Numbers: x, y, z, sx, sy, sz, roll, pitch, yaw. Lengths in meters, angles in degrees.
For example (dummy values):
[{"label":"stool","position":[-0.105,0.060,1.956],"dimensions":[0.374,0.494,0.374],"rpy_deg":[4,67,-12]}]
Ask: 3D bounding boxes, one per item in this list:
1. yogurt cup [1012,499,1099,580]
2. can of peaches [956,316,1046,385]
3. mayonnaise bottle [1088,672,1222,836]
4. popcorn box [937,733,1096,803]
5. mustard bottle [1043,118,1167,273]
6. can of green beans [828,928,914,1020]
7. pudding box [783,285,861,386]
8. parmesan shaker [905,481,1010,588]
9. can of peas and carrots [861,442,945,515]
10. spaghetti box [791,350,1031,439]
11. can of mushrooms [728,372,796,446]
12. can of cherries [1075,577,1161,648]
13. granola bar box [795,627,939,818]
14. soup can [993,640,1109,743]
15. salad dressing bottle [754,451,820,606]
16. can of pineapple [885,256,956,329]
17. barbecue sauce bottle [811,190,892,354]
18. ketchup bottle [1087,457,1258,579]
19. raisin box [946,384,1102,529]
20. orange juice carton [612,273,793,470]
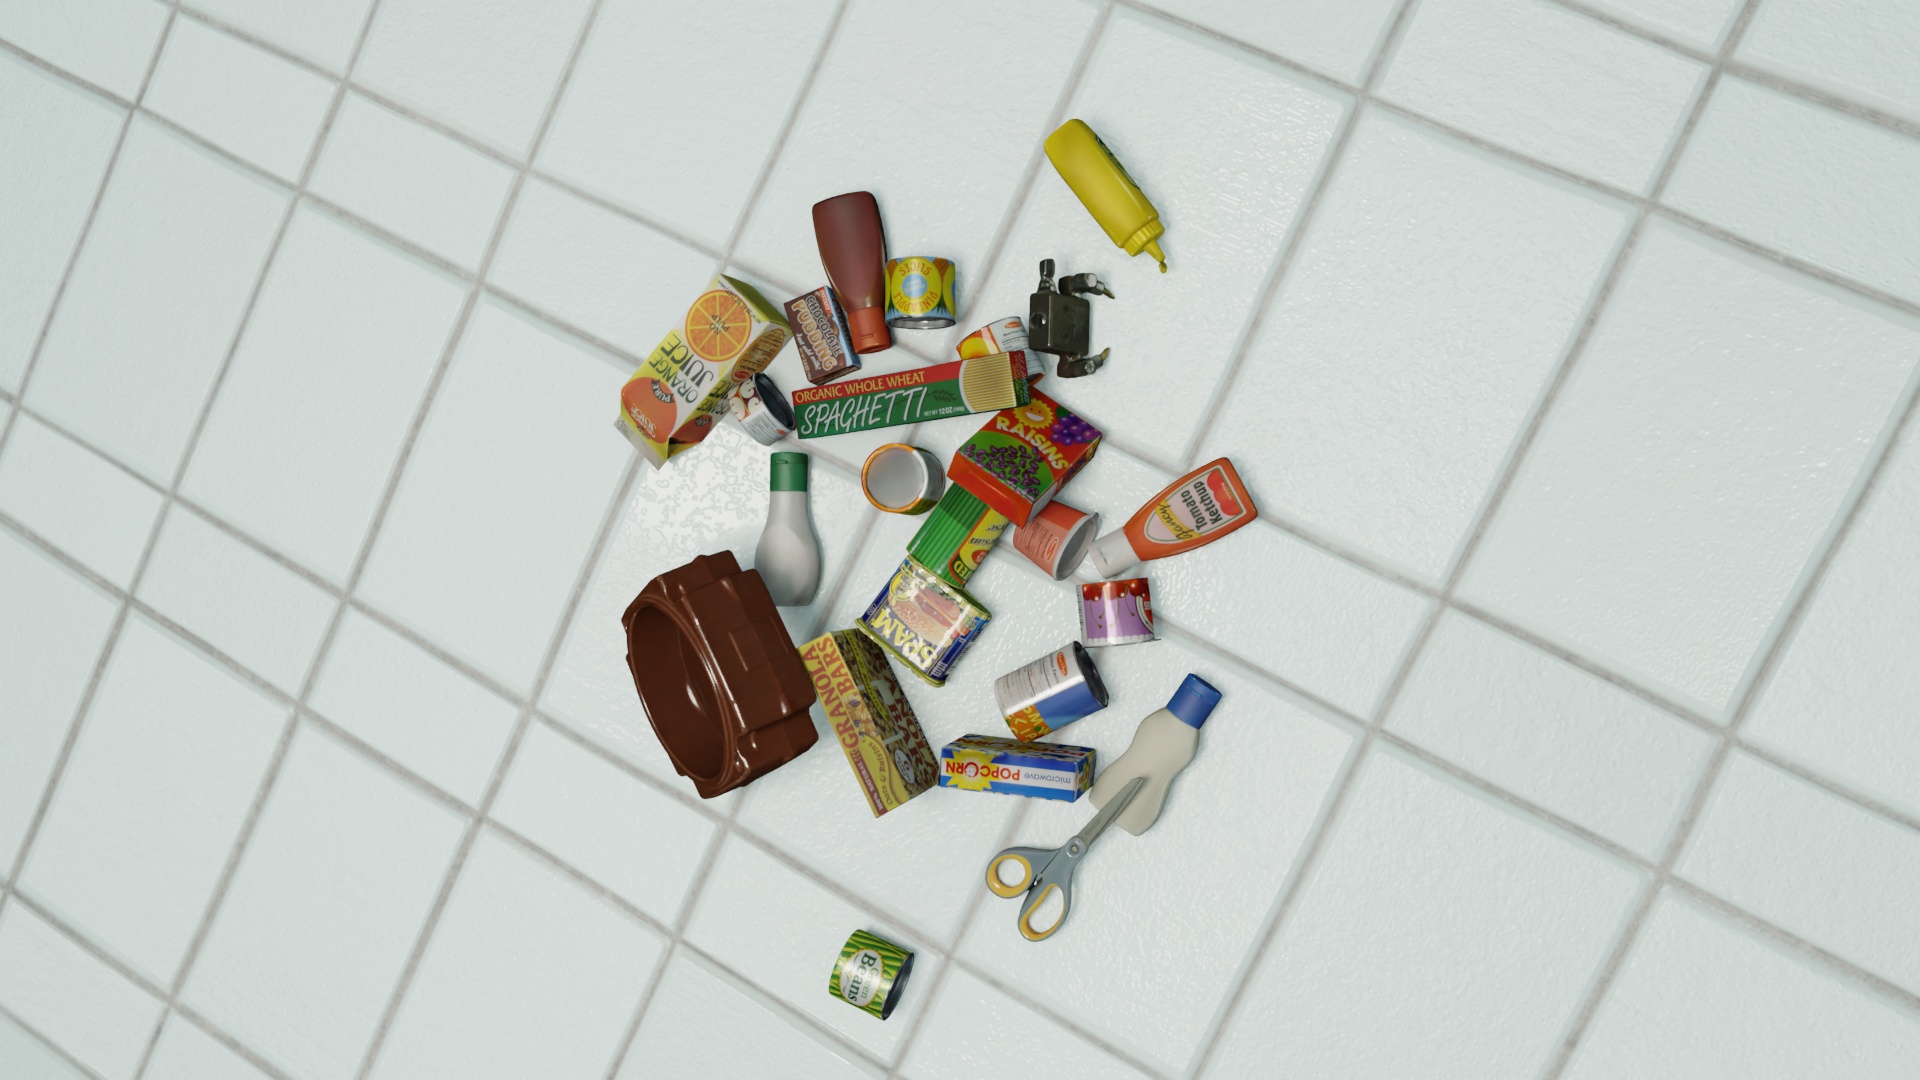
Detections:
[{"label":"yogurt cup","position":[0.084,-0.004,1.260],"dimensions":[0.054,0.072,0.072],"rpy_deg":[31,97,22]},{"label":"can of peaches","position":[0.036,-0.164,1.276],"dimensions":[0.071,0.071,0.058],"rpy_deg":[-27,83,13]},{"label":"mayonnaise bottle","position":[0.179,0.189,1.243],"dimensions":[0.065,0.041,0.148],"rpy_deg":[36,97,19]},{"label":"popcorn box","position":[0.052,0.204,1.252],"dimensions":[0.127,0.085,0.038],"rpy_deg":[4,92,16]},{"label":"mustard bottle","position":[0.140,-0.306,1.253],"dimensions":[0.048,0.065,0.160],"rpy_deg":[-39,86,17]},{"label":"can of green beans","position":[-0.083,0.404,1.294],"dimensions":[0.058,0.071,0.071],"rpy_deg":[21,95,15]},{"label":"pudding box","position":[-0.133,-0.197,1.338],"dimensions":[0.049,0.030,0.083],"rpy_deg":[-19,84,13]},{"label":"parmesan shaker","position":[0.005,-0.016,1.276],"dimensions":[0.071,0.071,0.103],"rpy_deg":[37,98,12]},{"label":"can of peas and carrots","position":[-0.056,-0.056,1.300],"dimensions":[0.071,0.059,0.071],"rpy_deg":[0,89,15]},{"label":"spaghetti box","position":[-0.051,-0.131,1.277],"dimensions":[0.250,0.029,0.050],"rpy_deg":[-6,95,33]},{"label":"can of mushrooms","position":[-0.191,-0.127,1.335],"dimensions":[0.033,0.071,0.071],"rpy_deg":[-33,81,14]},{"label":"can of cherries","position":[0.141,0.064,1.242],"dimensions":[0.071,0.071,0.058],"rpy_deg":[-7,86,15]},{"label":"granola bar box","position":[-0.079,0.161,1.268],"dimensions":[0.039,0.124,0.165],"rpy_deg":[-28,82,12]},{"label":"soup can","position":[0.083,0.139,1.258],"dimensions":[0.083,0.071,0.071],"rpy_deg":[-27,82,14]},{"label":"salad dressing bottle","position":[-0.166,-0.011,1.337],"dimensions":[0.064,0.044,0.147],"rpy_deg":[0,88,17]},{"label":"can of pineapple","position":[-0.038,-0.230,1.293],"dimensions":[0.071,0.071,0.058],"rpy_deg":[-1,89,15]},{"label":"barbecue sauce bottle","position":[-0.098,-0.253,1.323],"dimensions":[0.065,0.043,0.148],"rpy_deg":[-12,86,10]},{"label":"ketchup bottle","position":[0.187,-0.014,1.243],"dimensions":[0.148,0.043,0.065],"rpy_deg":[-29,81,13]},{"label":"raisin box","position":[0.059,-0.076,1.241],"dimensions":[0.086,0.124,0.039],"rpy_deg":[35,140,13]},{"label":"orange juice carton","position":[-0.256,-0.160,1.348],"dimensions":[0.072,0.073,0.192],"rpy_deg":[45,100,11]}]
